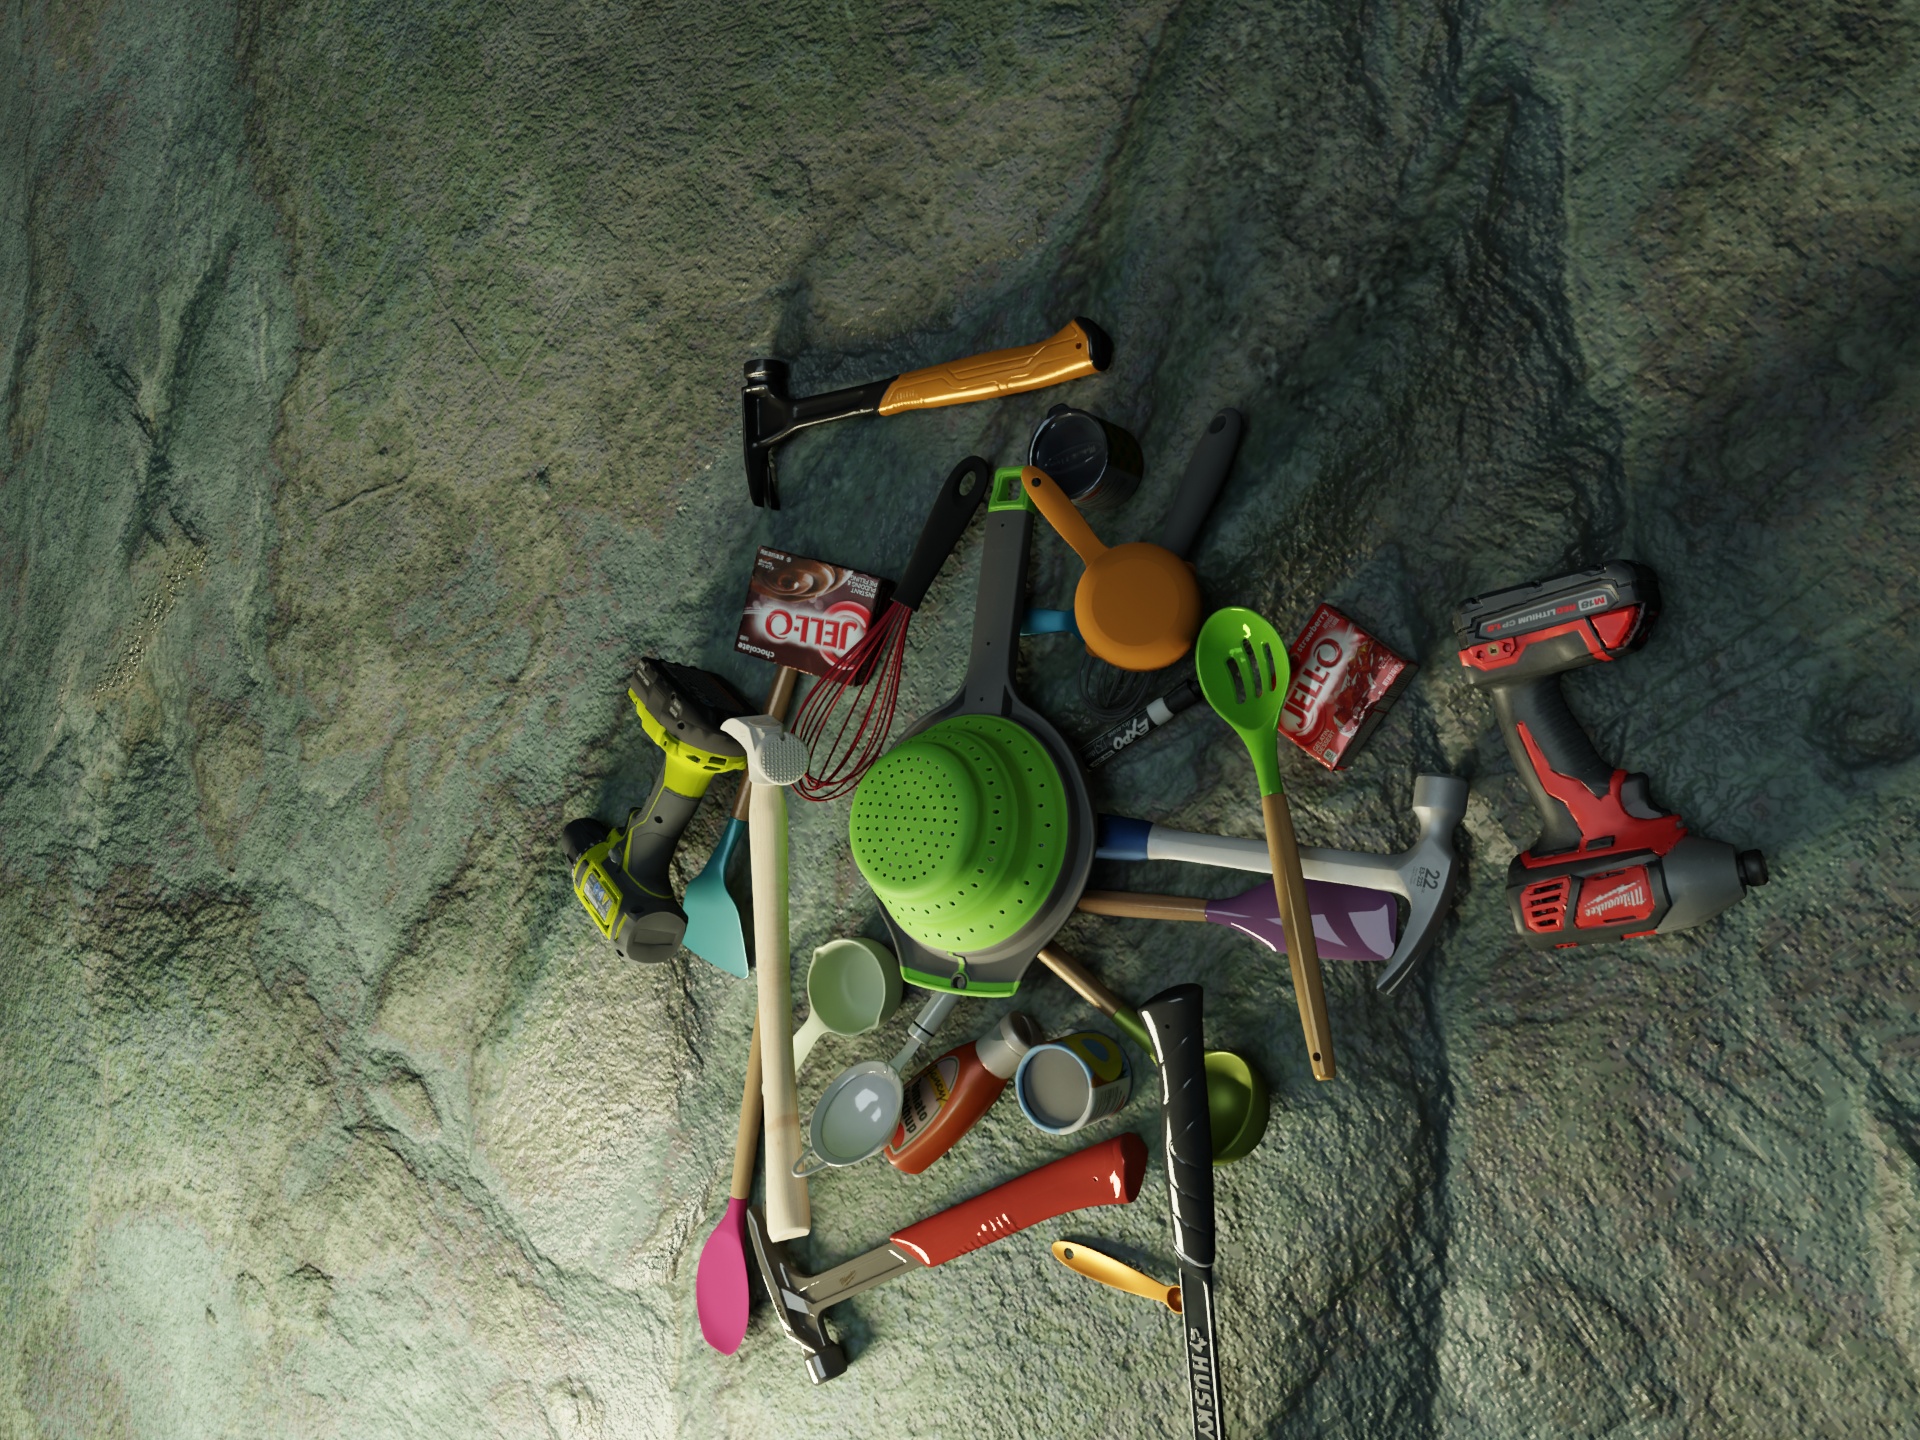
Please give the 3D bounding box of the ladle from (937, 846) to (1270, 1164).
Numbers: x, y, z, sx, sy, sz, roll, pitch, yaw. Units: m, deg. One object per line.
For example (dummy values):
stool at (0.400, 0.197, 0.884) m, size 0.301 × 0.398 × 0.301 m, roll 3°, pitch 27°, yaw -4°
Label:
ladle at (0.089, 0.191, 1.133) m, size 0.320 × 0.062 × 0.078 m, roll 40°, pitch 100°, yaw 24°

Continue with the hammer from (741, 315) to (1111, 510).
hammer at (-0.035, -0.252, 1.252) m, size 0.337 × 0.034 × 0.127 m, roll -6°, pitch 85°, yaw 32°

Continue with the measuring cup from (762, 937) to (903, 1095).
measuring cup at (-0.106, 0.243, 1.279) m, size 0.083 × 0.038 × 0.167 m, roll 47°, pitch 114°, yaw 25°

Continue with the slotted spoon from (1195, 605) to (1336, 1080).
slotted spoon at (0.206, 0.075, 1.034) m, size 0.070 × 0.031 × 0.314 m, roll -23°, pitch 67°, yaw 39°

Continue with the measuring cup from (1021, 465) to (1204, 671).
measuring cup at (0.095, -0.111, 1.088) m, size 0.095 × 0.052 × 0.173 m, roll -39°, pitch 84°, yaw 8°

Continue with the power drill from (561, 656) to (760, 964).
power drill at (-0.266, 0.067, 1.351) m, size 0.191 × 0.080 × 0.228 m, roll 39°, pitch 110°, yaw 49°

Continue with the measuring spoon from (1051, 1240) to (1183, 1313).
measuring spoon at (0.116, 0.399, 1.149) m, size 0.117 × 0.011 × 0.021 m, roll 11°, pitch 94°, yaw 36°

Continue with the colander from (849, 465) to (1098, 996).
colander at (-0.002, -0.004, 1.152) m, size 0.204 × 0.094 × 0.397 m, roll 1°, pitch 80°, yaw 36°

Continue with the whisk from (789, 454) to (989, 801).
whisk at (-0.052, -0.071, 1.225) m, size 0.073 × 0.073 × 0.296 m, roll 27°, pitch 90°, yaw 30°

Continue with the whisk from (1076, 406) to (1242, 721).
whisk at (0.144, -0.110, 1.129) m, size 0.055 × 0.055 × 0.239 m, roll 28°, pitch 98°, yaw 30°

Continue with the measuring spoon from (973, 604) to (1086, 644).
measuring spoon at (0.061, -0.075, 1.191) m, size 0.129 × 0.021 × 0.042 m, roll 1°, pitch 89°, yaw 32°

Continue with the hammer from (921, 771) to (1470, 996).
hammer at (0.143, 0.092, 1.114) m, size 0.406 × 0.035 × 0.144 m, roll 5°, pitch 76°, yaw 35°

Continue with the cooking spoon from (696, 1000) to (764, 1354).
cooking spoon at (-0.181, 0.373, 1.332) m, size 0.069 × 0.017 × 0.319 m, roll 11°, pitch 95°, yaw 41°

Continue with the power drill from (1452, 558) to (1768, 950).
power drill at (0.385, 0.021, 0.952) m, size 0.143 × 0.078 × 0.220 m, roll -15°, pitch 83°, yaw 31°

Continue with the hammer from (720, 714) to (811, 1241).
hammer at (-0.146, 0.201, 1.230) m, size 0.146 × 0.038 × 0.410 m, roll -157°, pitch 64°, yaw -68°

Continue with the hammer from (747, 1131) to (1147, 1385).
hammer at (-0.013, 0.383, 1.215) m, size 0.359 × 0.036 × 0.149 m, roll -33°, pitch 72°, yaw 28°

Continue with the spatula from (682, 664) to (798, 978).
spatula at (-0.173, 0.058, 1.337) m, size 0.082 × 0.044 × 0.317 m, roll 22°, pitch 95°, yaw 32°

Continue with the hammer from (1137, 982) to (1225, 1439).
hammer at (0.160, 0.371, 1.054) m, size 0.149 × 0.036 × 0.409 m, roll 1°, pitch 102°, yaw 31°

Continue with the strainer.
strainer at (-0.033, 0.243, 1.196) m, size 0.258 × 0.050 × 0.087 m, roll -54°, pitch 36°, yaw -5°

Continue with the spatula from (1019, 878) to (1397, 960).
spatula at (0.153, 0.131, 1.128) m, size 0.316 × 0.018 × 0.060 m, roll 0°, pitch 80°, yaw 32°
